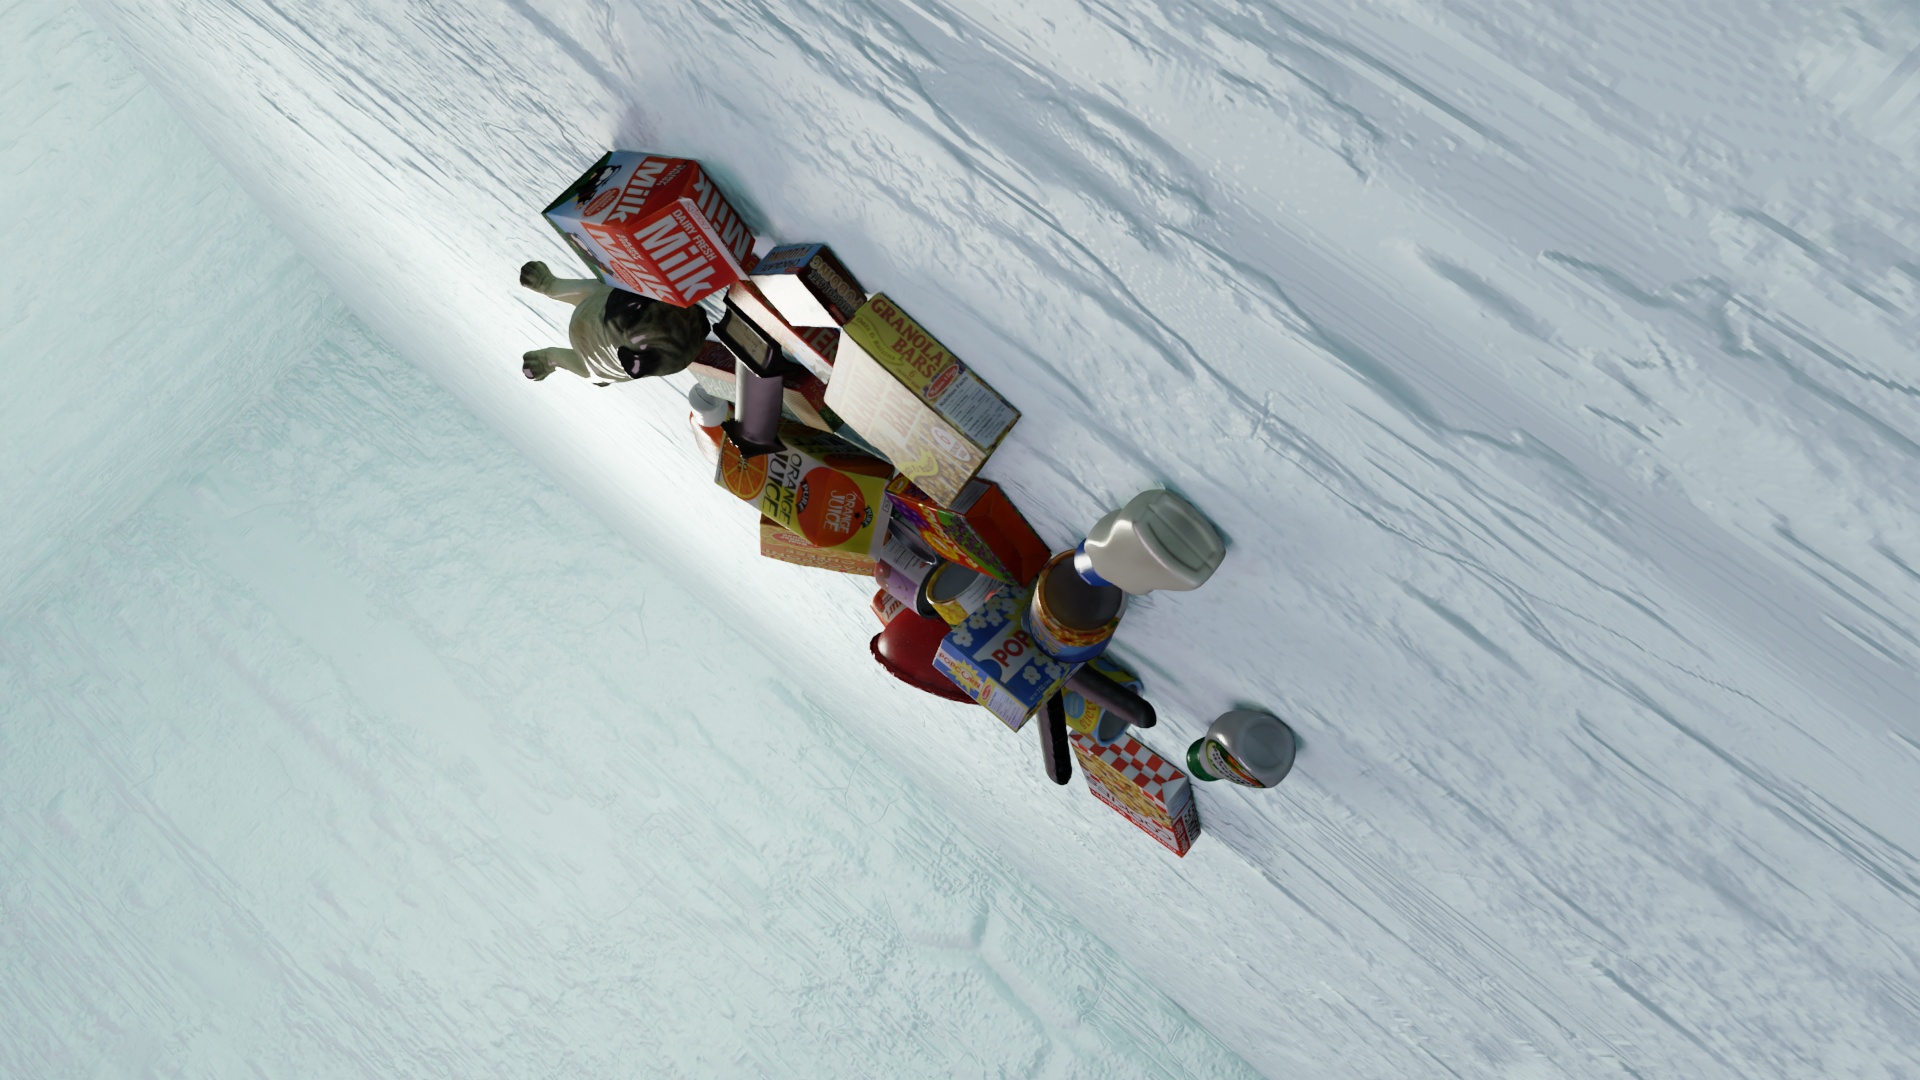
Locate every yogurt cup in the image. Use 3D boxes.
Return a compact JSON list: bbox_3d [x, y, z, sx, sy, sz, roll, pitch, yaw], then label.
[{"bbox_3d":[-0.057,0.070,1.453,0.054,0.072,0.072,46,167,16],"label":"yogurt cup"}]

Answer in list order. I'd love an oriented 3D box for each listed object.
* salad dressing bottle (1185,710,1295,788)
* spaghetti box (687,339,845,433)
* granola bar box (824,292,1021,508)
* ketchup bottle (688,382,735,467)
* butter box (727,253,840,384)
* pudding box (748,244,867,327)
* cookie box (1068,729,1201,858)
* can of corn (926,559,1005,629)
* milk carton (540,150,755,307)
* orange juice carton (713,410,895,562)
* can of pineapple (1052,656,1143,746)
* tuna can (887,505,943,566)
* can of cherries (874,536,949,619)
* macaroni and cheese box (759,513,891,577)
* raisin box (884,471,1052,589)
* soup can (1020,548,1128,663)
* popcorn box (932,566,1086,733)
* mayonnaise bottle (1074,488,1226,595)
[{"bbox_3d":[0.211,0.164,1.071,0.064,0.044,0.147,42,166,4],"label":"salad dressing bottle"},{"bbox_3d":[-0.175,-0.138,1.211,0.250,0.029,0.050,21,155,53],"label":"spaghetti box"},{"bbox_3d":[-0.032,-0.091,0.958,0.124,0.039,0.165,41,165,0],"label":"granola bar box"},{"bbox_3d":[-0.252,-0.120,1.433,0.065,0.043,0.148,39,165,9],"label":"ketchup bottle"},{"bbox_3d":[-0.126,-0.161,1.021,0.103,0.024,0.053,42,166,-4],"label":"butter box"},{"bbox_3d":[-0.102,-0.169,0.925,0.049,0.030,0.084,48,164,-28],"label":"pudding box"},{"bbox_3d":[0.180,0.249,1.416,0.123,0.040,0.166,33,163,29],"label":"cookie box"},{"bbox_3d":[0.011,0.049,1.202,0.058,0.071,0.071,50,163,-28],"label":"can of corn"},{"bbox_3d":[-0.213,-0.219,0.975,0.191,0.073,0.072,24,157,49],"label":"milk carton"},{"bbox_3d":[-0.124,-0.049,1.198,0.073,0.071,0.193,-5,-154,-46],"label":"orange juice carton"},{"bbox_3d":[0.114,0.135,1.189,0.058,0.071,0.070,30,162,34],"label":"can of pineapple"},{"bbox_3d":[-0.035,-0.011,1.214,0.071,0.033,0.071,38,165,12],"label":"tuna can"},{"bbox_3d":[-0.036,0.032,1.271,0.058,0.071,0.071,32,163,33],"label":"can of cherries"},{"bbox_3d":[-0.134,-0.005,1.362,0.124,0.040,0.166,11,167,-6],"label":"macaroni and cheese box"},{"bbox_3d":[0.004,-0.014,1.093,0.086,0.040,0.123,49,164,-32],"label":"raisin box"},{"bbox_3d":[0.082,0.049,1.011,0.071,0.071,0.083,38,165,11],"label":"soup can"},{"bbox_3d":[0.051,0.079,1.072,0.085,0.127,0.038,38,137,14],"label":"popcorn box"},{"bbox_3d":[0.111,0.006,0.873,0.065,0.041,0.148,44,167,-6],"label":"mayonnaise bottle"}]
